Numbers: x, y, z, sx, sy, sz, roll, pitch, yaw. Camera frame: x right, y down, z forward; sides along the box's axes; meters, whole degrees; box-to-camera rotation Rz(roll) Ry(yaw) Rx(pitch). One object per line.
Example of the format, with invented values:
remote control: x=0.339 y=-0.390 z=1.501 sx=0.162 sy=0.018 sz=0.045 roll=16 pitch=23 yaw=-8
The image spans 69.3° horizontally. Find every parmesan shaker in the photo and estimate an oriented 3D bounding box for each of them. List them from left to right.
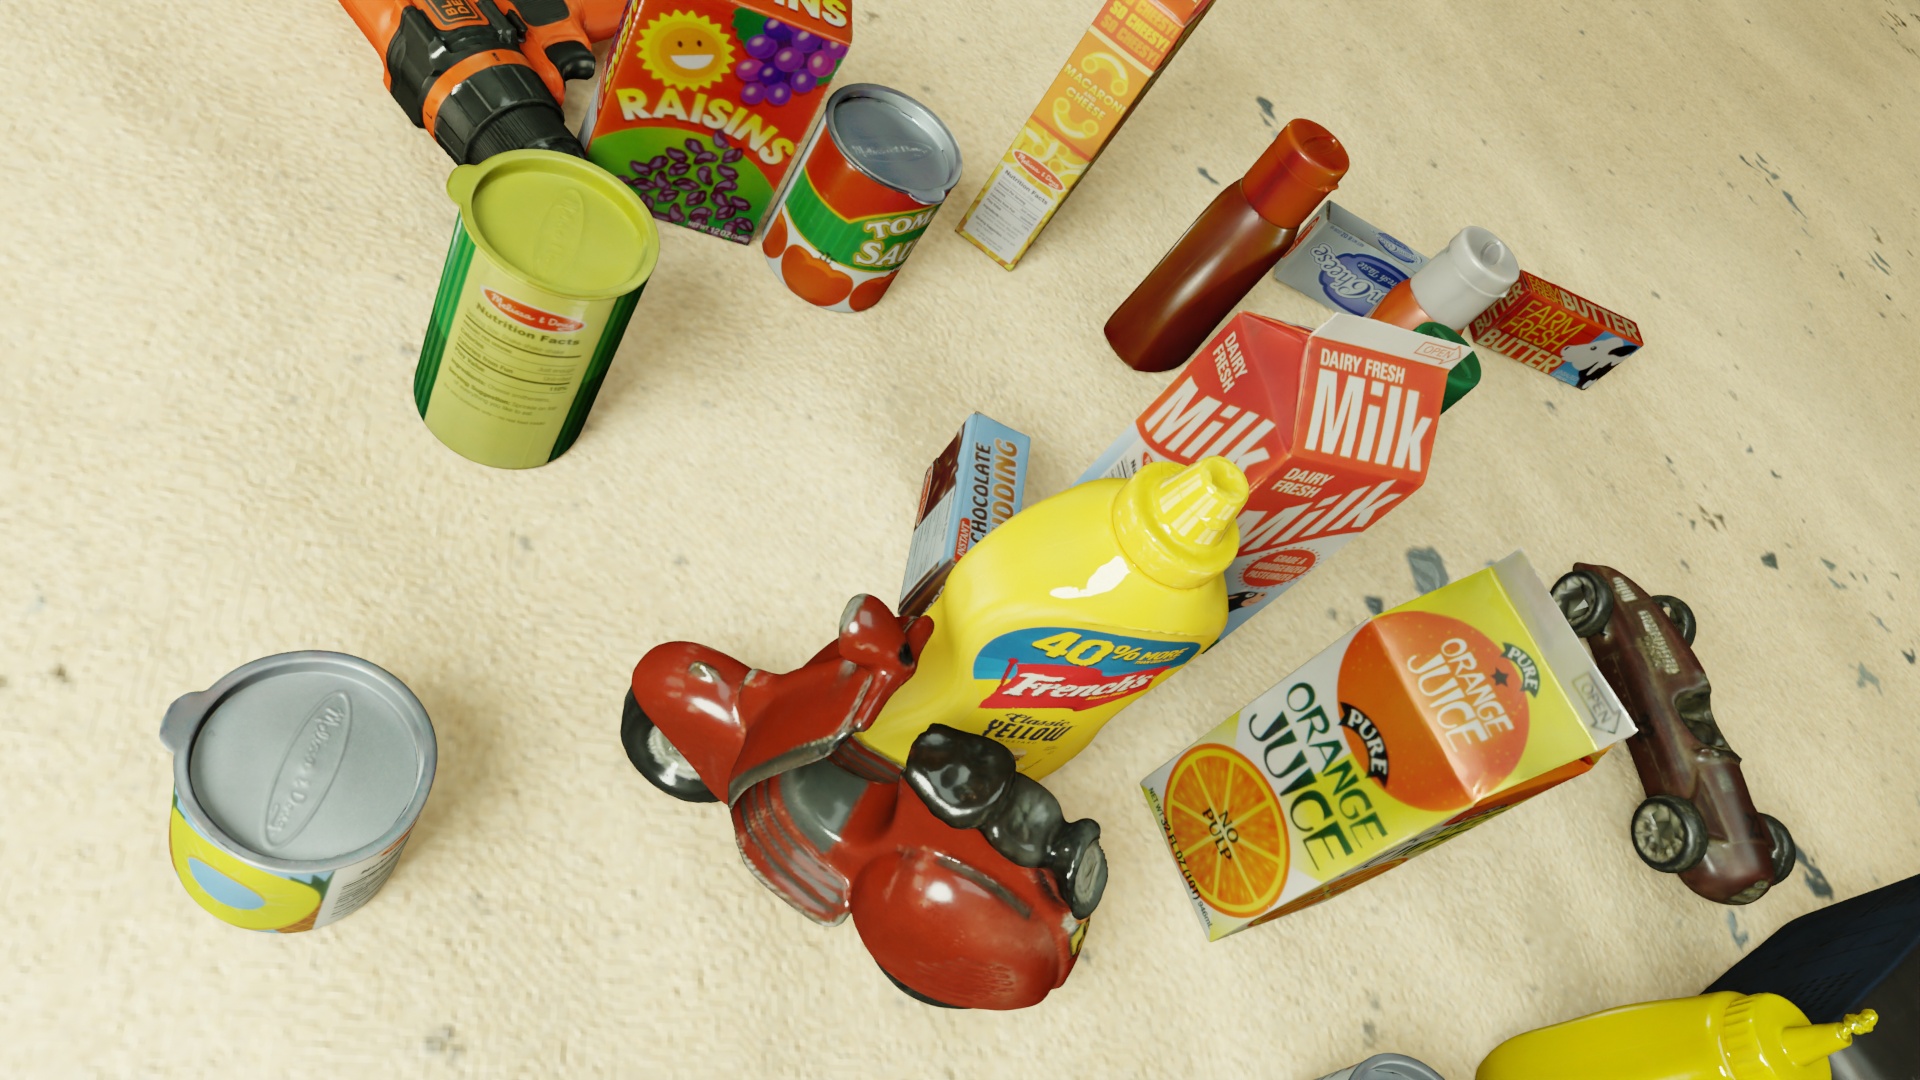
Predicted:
parmesan shaker: x=-0.159 y=-0.082 z=0.502 sx=0.071 sy=0.102 sz=0.071 roll=17 pitch=51 yaw=-22

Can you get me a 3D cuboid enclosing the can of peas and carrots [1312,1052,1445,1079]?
can of peas and carrots: x=0.145 y=0.228 z=0.500 sx=0.071 sy=0.058 sz=0.071 roll=16 pitch=51 yaw=-22

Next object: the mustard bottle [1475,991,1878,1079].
mustard bottle: x=0.270 y=0.203 z=0.525 sx=0.065 sy=0.159 sz=0.049 roll=27 pitch=48 yaw=-13

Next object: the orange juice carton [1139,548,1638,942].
orange juice carton: x=0.158 y=0.080 z=0.521 sx=0.073 sy=0.191 sz=0.072 roll=-6 pitch=62 yaw=-35

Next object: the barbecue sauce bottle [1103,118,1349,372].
barbecue sauce bottle: x=0.134 y=-0.146 z=0.699 sx=0.065 sy=0.147 sz=0.044 roll=-24 pitch=74 yaw=-41

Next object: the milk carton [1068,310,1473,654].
milk carton: x=0.120 y=-0.029 z=0.578 sx=0.072 sy=0.189 sz=0.074 roll=8 pitch=55 yaw=-28

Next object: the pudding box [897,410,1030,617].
pudding box: x=0.002 y=-0.007 z=0.585 sx=0.030 sy=0.049 sz=0.084 roll=23 pitch=49 yaw=-16

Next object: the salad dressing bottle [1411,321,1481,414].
salad dressing bottle: x=0.179 y=-0.045 z=0.655 sx=0.044 sy=0.147 sz=0.064 roll=-15 pitch=68 yaw=-38

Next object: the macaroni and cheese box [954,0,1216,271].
macaroni and cheese box: x=0.073 y=-0.231 z=0.710 sx=0.040 sy=0.165 sz=0.124 roll=36 pitch=47 yaw=-5

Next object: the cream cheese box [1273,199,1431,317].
cream cheese box: x=0.248 y=-0.160 z=0.845 sx=0.104 sy=0.053 sz=0.024 roll=25 pitch=49 yaw=-15

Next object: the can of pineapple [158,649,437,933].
can of pineapple: x=-0.192 y=0.072 z=0.402 sx=0.071 sy=0.057 sz=0.071 roll=16 pitch=51 yaw=-22

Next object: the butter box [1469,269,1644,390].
butter box: x=0.394 y=-0.138 z=0.921 sx=0.103 sy=0.053 sz=0.024 roll=18 pitch=51 yaw=-20

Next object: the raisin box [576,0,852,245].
raisin box: x=-0.109 y=-0.193 z=0.599 sx=0.086 sy=0.122 sz=0.040 roll=13 pitch=53 yaw=-24

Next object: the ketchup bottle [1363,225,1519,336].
ketchup bottle: x=0.223 y=-0.100 z=0.721 sx=0.043 sy=0.148 sz=0.065 roll=43 pitch=47 yaw=1

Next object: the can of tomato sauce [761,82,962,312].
can of tomato sauce: x=-0.046 y=-0.154 z=0.638 sx=0.071 sy=0.082 sz=0.071 roll=17 pitch=51 yaw=-22
